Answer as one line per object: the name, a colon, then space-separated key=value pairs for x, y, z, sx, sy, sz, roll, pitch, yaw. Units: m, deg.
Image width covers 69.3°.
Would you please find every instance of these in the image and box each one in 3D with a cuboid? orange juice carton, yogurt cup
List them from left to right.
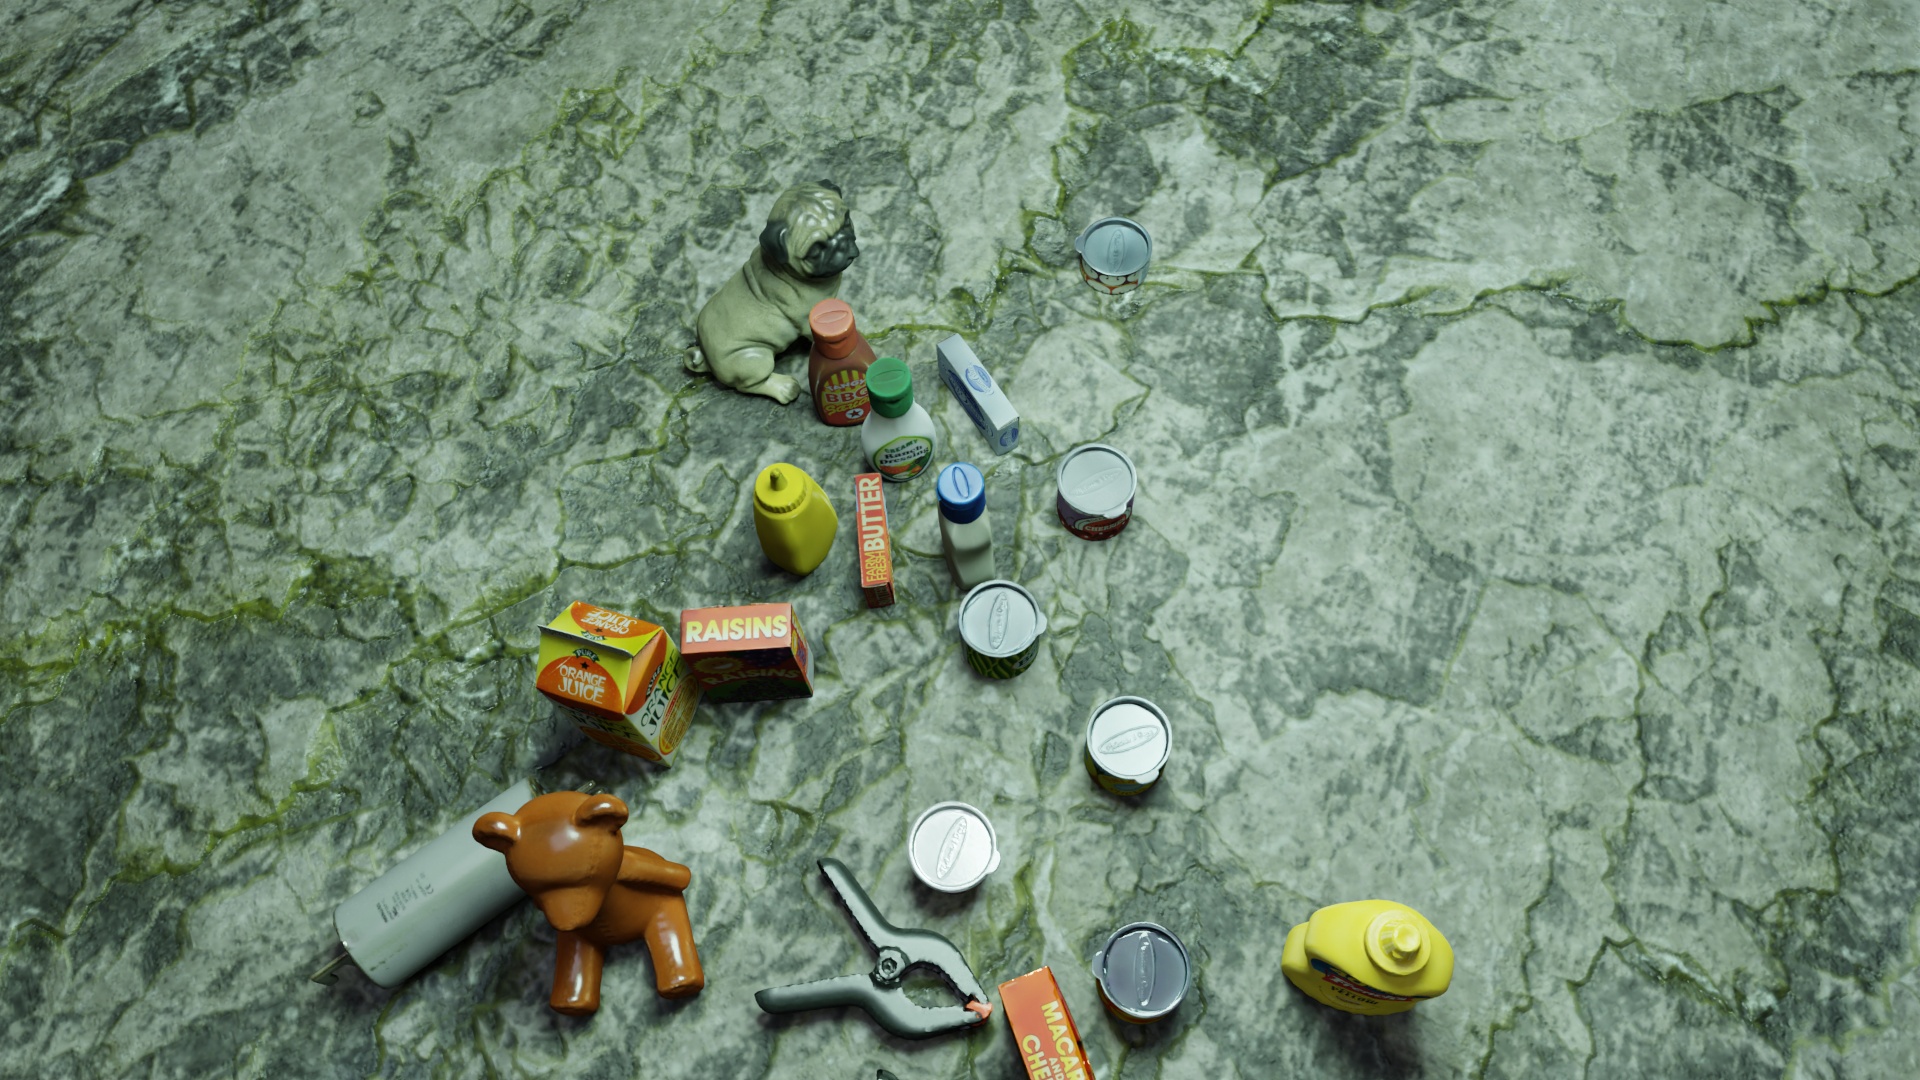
orange juice carton: x=-0.258 y=0.106 z=1.052 sx=0.072 sy=0.192 sz=0.073 roll=16 pitch=68 yaw=10
yogurt cup: x=-0.005 y=0.237 z=1.056 sx=0.072 sy=0.053 sz=0.072 roll=-1 pitch=66 yaw=2

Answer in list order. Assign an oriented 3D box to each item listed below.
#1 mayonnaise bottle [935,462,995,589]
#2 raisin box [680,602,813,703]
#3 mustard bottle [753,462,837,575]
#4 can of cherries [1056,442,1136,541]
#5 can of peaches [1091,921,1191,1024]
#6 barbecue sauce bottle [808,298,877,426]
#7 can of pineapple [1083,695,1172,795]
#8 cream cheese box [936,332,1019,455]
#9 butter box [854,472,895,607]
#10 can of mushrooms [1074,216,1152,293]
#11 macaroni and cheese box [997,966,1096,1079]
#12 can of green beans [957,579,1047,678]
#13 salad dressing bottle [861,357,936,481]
mayonnaise bottle: x=0.004 y=-0.014 z=1.118 sx=0.041 sy=0.147 sz=0.065 roll=-16 pitch=66 yaw=-4
raisin box: x=-0.165 y=0.089 z=1.093 sx=0.086 sy=0.123 sz=0.040 roll=-3 pitch=66 yaw=1
mustard bottle: x=-0.138 y=-0.026 z=1.123 sx=0.049 sy=0.159 sz=0.065 roll=28 pitch=70 yaw=14
can of cherries: x=0.115 y=-0.038 z=1.172 sx=0.071 sy=0.058 sz=0.072 roll=-1 pitch=66 yaw=2
can of peaches: x=0.130 y=0.316 z=1.012 sx=0.071 sy=0.058 sz=0.071 roll=-1 pitch=66 yaw=2
barbecue sauce bottle: x=-0.101 y=-0.151 z=1.184 sx=0.065 sy=0.148 sz=0.044 roll=-13 pitch=66 yaw=-3
can of pineapple: x=0.130 y=0.162 z=1.082 sx=0.071 sy=0.057 sz=0.071 roll=-1 pitch=66 yaw=2
cream cheese box: x=0.016 y=-0.128 z=1.220 sx=0.024 sy=0.053 sz=0.104 roll=-30 pitch=68 yaw=-10
butter box: x=-0.072 y=0.000 z=1.167 sx=0.024 sy=0.053 sz=0.104 roll=-6 pitch=66 yaw=0
can of mushrooms: x=0.141 y=-0.264 z=1.287 sx=0.071 sy=0.033 sz=0.071 roll=-1 pitch=66 yaw=2
macaroni and cheese box: x=0.065 y=0.361 z=0.936 sx=0.040 sy=0.165 sz=0.124 roll=-19 pitch=67 yaw=-6
can of green beans: x=0.032 y=0.073 z=1.127 sx=0.071 sy=0.057 sz=0.071 roll=-1 pitch=66 yaw=2
salad dressing bottle: x=-0.055 y=-0.100 z=1.160 sx=0.064 sy=0.147 sz=0.044 roll=-15 pitch=66 yaw=-4
